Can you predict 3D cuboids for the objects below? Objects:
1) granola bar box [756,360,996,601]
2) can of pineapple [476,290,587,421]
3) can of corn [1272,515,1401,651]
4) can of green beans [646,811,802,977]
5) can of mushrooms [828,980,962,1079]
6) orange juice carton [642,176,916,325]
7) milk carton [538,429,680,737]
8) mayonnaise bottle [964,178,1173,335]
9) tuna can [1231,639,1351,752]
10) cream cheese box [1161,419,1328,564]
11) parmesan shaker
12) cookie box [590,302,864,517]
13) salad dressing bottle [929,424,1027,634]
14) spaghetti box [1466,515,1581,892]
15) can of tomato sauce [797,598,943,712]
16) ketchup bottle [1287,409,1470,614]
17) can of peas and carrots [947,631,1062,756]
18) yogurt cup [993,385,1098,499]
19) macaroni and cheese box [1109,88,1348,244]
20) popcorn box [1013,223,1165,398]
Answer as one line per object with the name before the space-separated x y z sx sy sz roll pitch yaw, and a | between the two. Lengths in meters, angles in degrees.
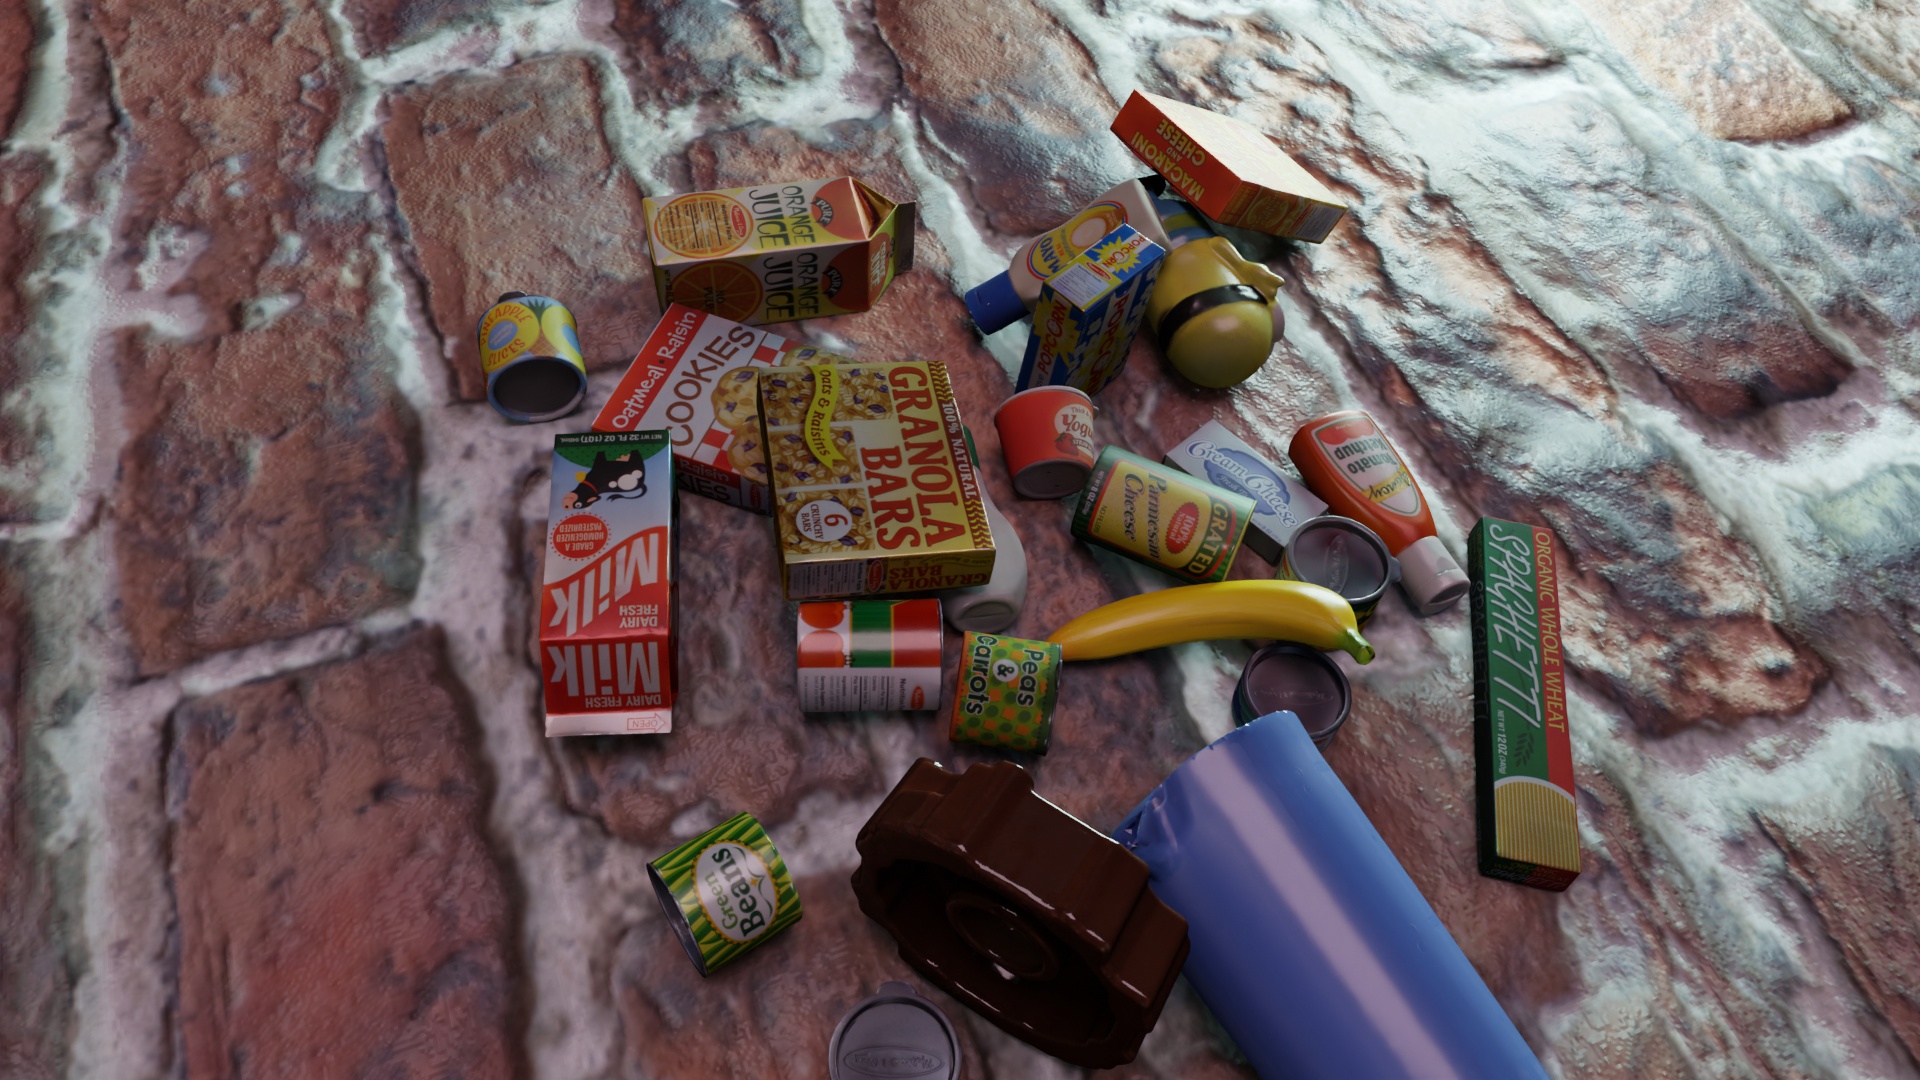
granola bar box | -0.056 -0.040 0.855 0.124 0.038 0.166 -4 49 -12
can of pineapple | -0.288 -0.123 0.932 0.071 0.070 0.058 -12 56 -13
can of corn | 0.234 0.028 0.877 0.071 0.058 0.071 3 54 -3
can of green beans | -0.123 0.184 0.727 0.058 0.071 0.071 -26 61 -22
can of mushrooms | -0.033 0.262 0.699 0.071 0.033 0.071 2 54 -3
orange juice carton | -0.126 -0.210 1.008 0.193 0.071 0.073 -9 56 -12
milk carton | -0.206 0.030 0.826 0.072 0.073 0.191 -2 55 -7
mayonnaise bottle | 0.074 -0.197 0.993 0.148 0.041 0.065 -27 62 17
tuna can | 0.199 0.095 0.841 0.071 0.032 0.071 3 54 -4
cream cheese box | 0.191 -0.034 0.940 0.104 0.024 0.053 41 59 22
parmesan shaker | 0.129 -0.011 0.894 0.103 0.071 0.072 22 55 11
cookie box | -0.144 -0.084 0.936 0.167 0.040 0.123 18 54 7
salad dressing bottle | 0.003 -0.011 0.895 0.064 0.043 0.148 -7 53 -8
spaghetti box | 0.346 0.091 0.861 0.050 0.028 0.251 12 54 2
can of tomato sauce | -0.053 0.066 0.819 0.083 0.070 0.071 0 54 -5
ketchup bottle | 0.282 -0.019 0.926 0.065 0.043 0.149 -14 57 -21
can of peas and carrots | 0.026 0.088 0.808 0.059 0.070 0.071 8 54 1
yogurt cup | 0.058 -0.063 0.926 0.072 0.072 0.054 -2 63 -7
macaroni and cheese box | 0.208 -0.284 1.066 0.167 0.040 0.124 -6 48 -48
popcorn box | 0.086 -0.144 0.947 0.038 0.126 0.085 42 61 17
